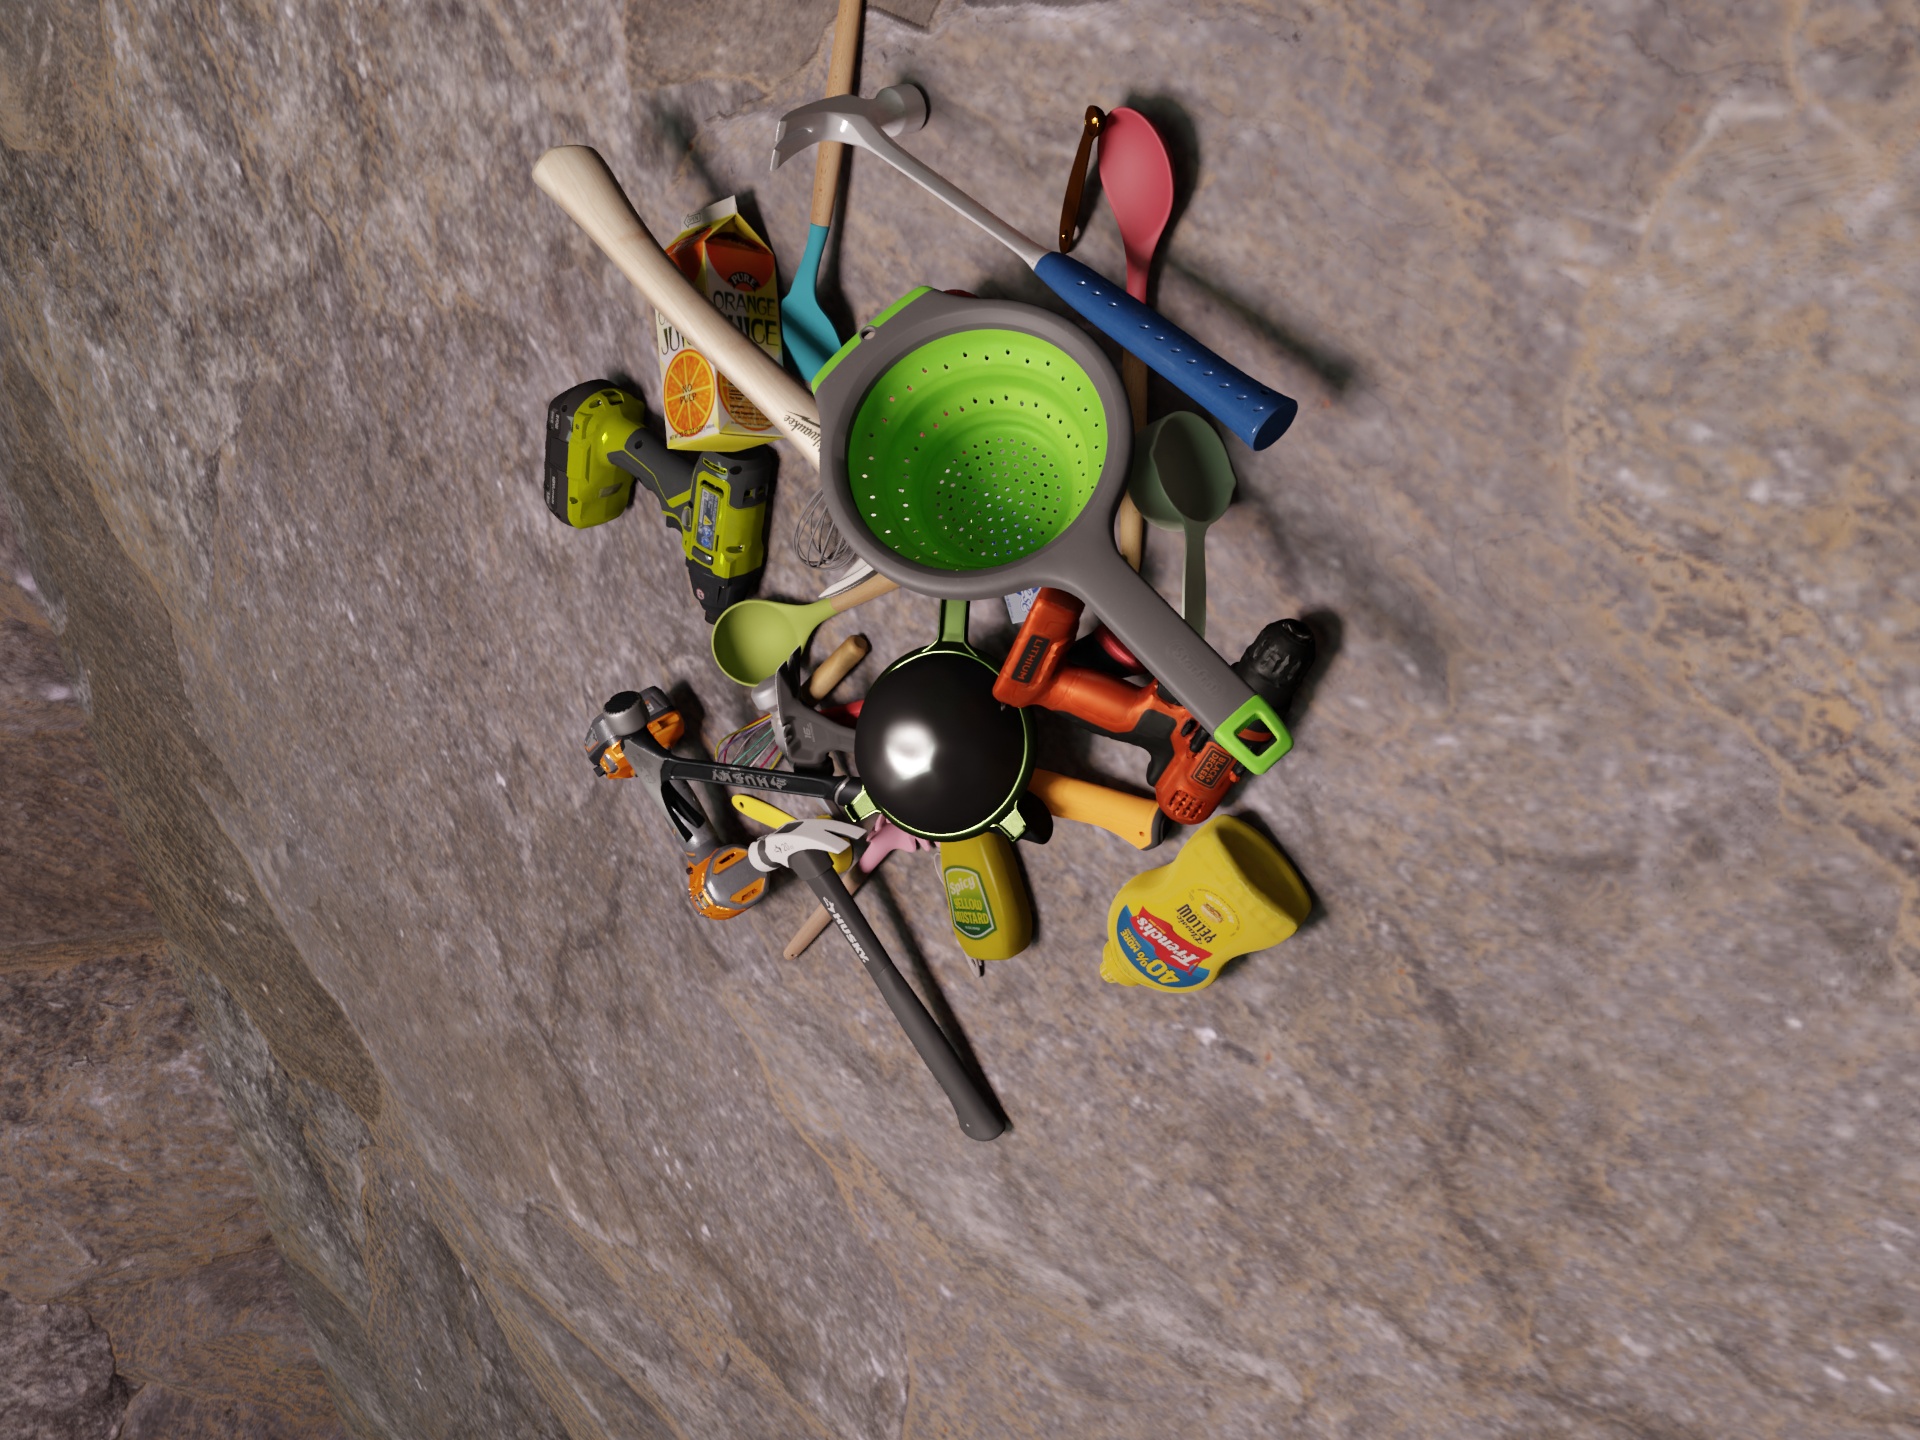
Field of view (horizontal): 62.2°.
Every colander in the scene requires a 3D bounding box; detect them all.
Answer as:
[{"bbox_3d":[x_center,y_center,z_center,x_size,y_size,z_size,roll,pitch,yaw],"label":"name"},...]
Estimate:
[{"bbox_3d":[0.068,-0.108,1.023,0.397,0.204,0.094,49,179,20],"label":"colander"}]

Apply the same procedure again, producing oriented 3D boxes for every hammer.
[{"bbox_3d":[-0.110,0.059,1.295,0.409,0.036,0.149,7,132,31],"label":"hammer"},{"bbox_3d":[-0.059,0.230,1.402,0.146,0.035,0.334,-23,102,53],"label":"hammer"},{"bbox_3d":[-0.184,-0.277,1.210,0.146,0.038,0.411,-45,84,8],"label":"hammer"},{"bbox_3d":[0.044,-0.297,1.023,0.406,0.144,0.035,42,137,23],"label":"hammer"},{"bbox_3d":[0.005,0.033,1.241,0.337,0.034,0.127,15,134,25],"label":"hammer"},{"bbox_3d":[-0.002,-0.004,1.267,0.386,0.038,0.143,-13,116,41],"label":"hammer"}]

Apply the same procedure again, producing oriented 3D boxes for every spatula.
[{"bbox_3d":[-0.096,-0.402,1.202,0.082,0.044,0.317,30,122,32],"label":"spatula"}]

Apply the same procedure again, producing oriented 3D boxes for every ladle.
[{"bbox_3d":[-0.092,-0.099,1.311,0.320,0.062,0.078,-19,105,43],"label":"ladle"},{"bbox_3d":[0.118,-0.245,1.067,0.069,0.031,0.315,30,130,48],"label":"ladle"}]

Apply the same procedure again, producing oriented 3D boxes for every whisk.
[{"bbox_3d":[-0.080,-0.214,1.256,0.055,0.055,0.238,42,128,22],"label":"whisk"},{"bbox_3d":[-0.156,-0.007,1.422,0.245,0.051,0.047,-42,73,42],"label":"whisk"}]

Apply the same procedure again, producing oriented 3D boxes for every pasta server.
[{"bbox_3d":[-0.098,0.151,1.441,0.316,0.060,0.040,-50,31,46],"label":"pasta server"}]

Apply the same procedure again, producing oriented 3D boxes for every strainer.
[{"bbox_3d":[-0.019,-0.037,1.169,0.151,0.069,0.256,6,92,25],"label":"strainer"}]

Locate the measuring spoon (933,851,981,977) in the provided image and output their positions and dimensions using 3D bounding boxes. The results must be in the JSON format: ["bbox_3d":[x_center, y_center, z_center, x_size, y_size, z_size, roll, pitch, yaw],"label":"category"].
[{"bbox_3d":[0.004,0.166,1.372,0.034,0.018,0.124,20,130,59],"label":"measuring spoon"}]

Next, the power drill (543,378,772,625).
[{"bbox_3d":[-0.268,-0.197,1.419,0.223,0.080,0.171,31,126,26],"label":"power drill"}]

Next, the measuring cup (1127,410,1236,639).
[{"bbox_3d":[0.140,-0.117,1.039,0.038,0.083,0.168,-11,75,49],"label":"measuring cup"}]

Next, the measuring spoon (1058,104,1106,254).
[{"bbox_3d":[0.080,-0.353,1.045,0.116,0.011,0.021,104,151,-57],"label":"measuring spoon"}]

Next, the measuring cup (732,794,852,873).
[{"bbox_3d":[-0.167,0.104,1.489,0.157,0.029,0.062,21,122,34],"label":"measuring cup"}]

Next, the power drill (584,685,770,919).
[{"bbox_3d":[-0.273,0.092,1.540,0.226,0.084,0.164,58,157,2],"label":"power drill"}]
